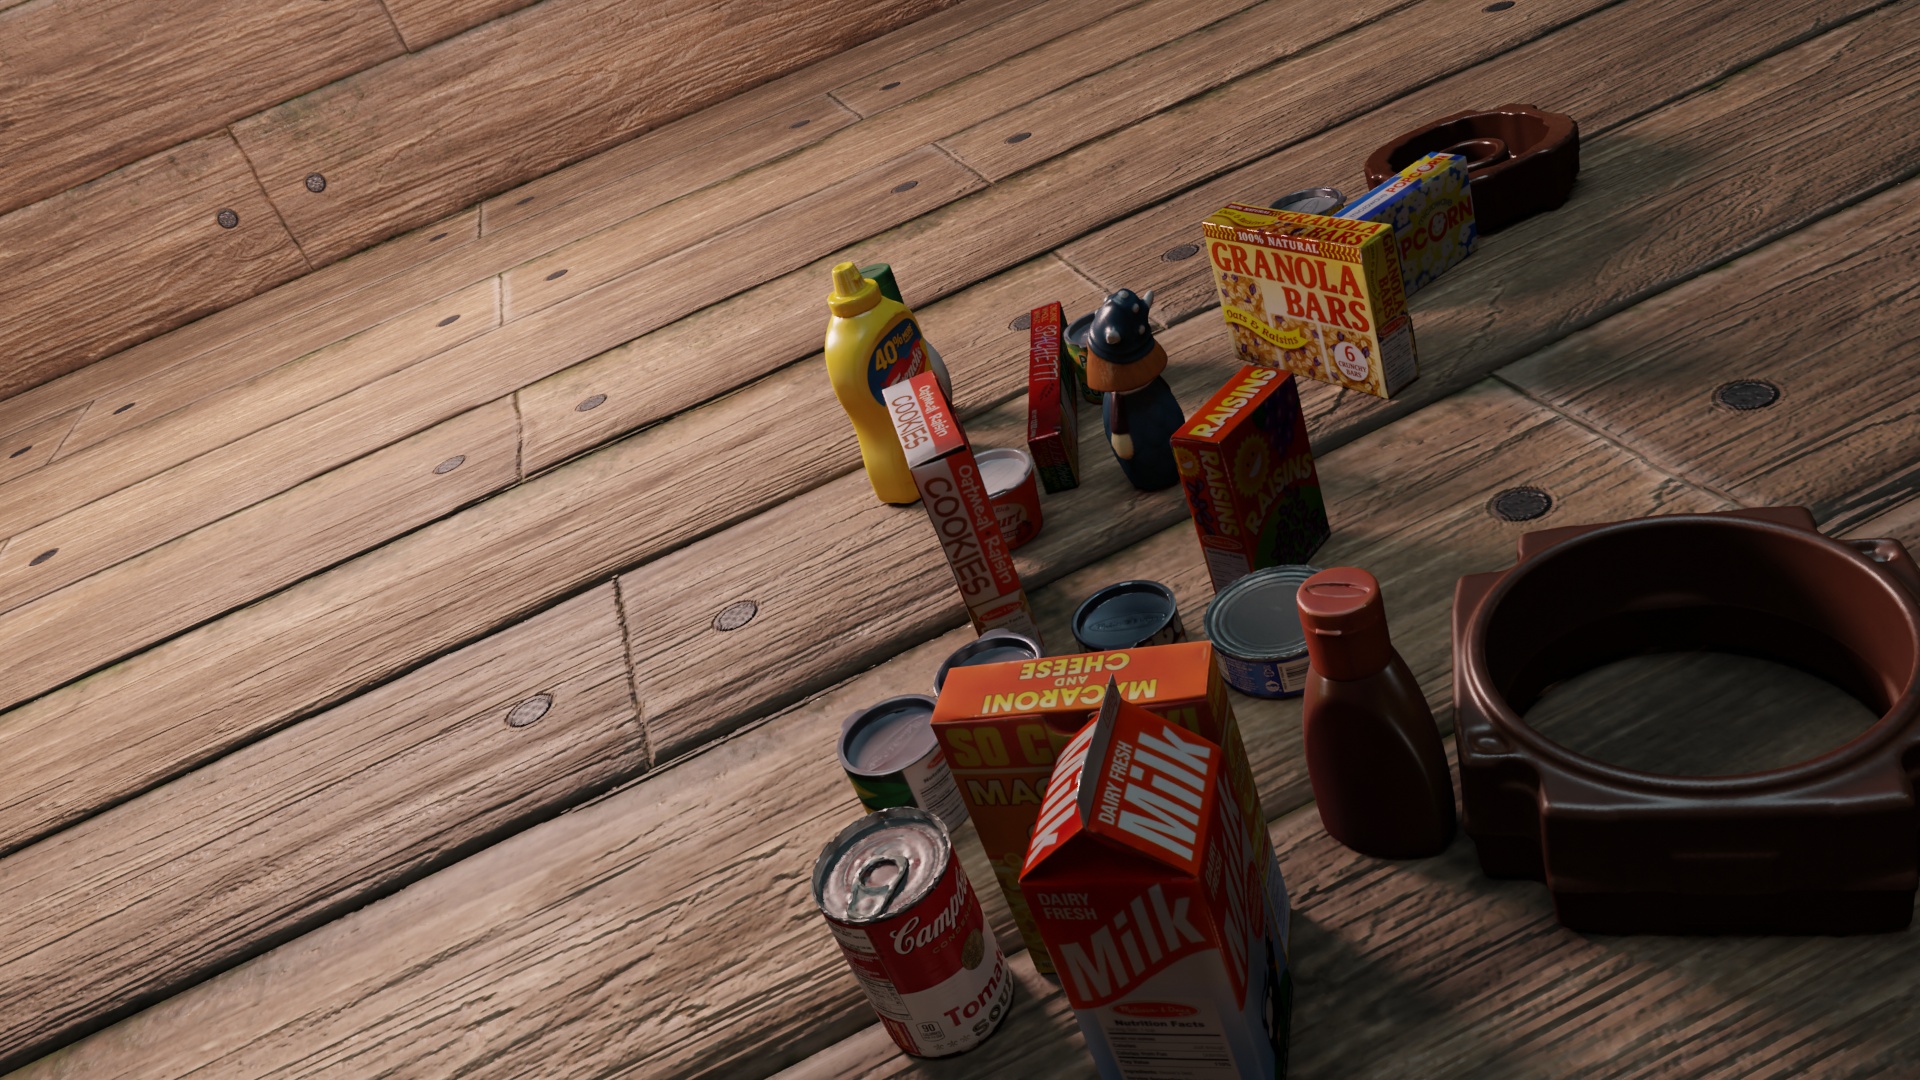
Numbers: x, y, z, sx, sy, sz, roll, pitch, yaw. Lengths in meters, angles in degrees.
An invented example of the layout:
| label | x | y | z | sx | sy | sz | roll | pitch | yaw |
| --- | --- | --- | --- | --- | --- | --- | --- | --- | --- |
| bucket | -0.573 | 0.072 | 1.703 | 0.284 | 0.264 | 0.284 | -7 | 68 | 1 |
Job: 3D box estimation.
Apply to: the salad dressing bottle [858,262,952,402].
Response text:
| label | x | y | z | sx | sy | sz | roll | pitch | yaw |
| --- | --- | --- | --- | --- | --- | --- | --- | --- | --- |
| salad dressing bottle | -0.052 | -0.164 | 1.191 | 0.064 | 0.147 | 0.044 | -11 | 31 | 17 |

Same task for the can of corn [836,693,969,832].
| label | x | y | z | sx | sy | sz | roll | pitch | yaw |
| --- | --- | --- | --- | --- | --- | --- | --- | --- | --- |
| can of corn | -0.031 | 0.130 | 0.794 | 0.071 | 0.058 | 0.071 | -16 | 31 | 10 |

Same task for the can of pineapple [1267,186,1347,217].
| label | x | y | z | sx | sy | sz | roll | pitch | yaw |
| --- | --- | --- | --- | --- | --- | --- | --- | --- | --- |
| can of pineapple | 0.310 | -0.272 | 1.227 | 0.071 | 0.057 | 0.071 | -16 | 31 | 10 |

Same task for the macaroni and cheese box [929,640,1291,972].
| label | x | y | z | sx | sy | sz | roll | pitch | yaw |
| --- | --- | --- | --- | --- | --- | --- | --- | --- | --- |
| macaroni and cheese box | 0.072 | 0.127 | 0.628 | 0.123 | 0.165 | 0.040 | -9 | 32 | 21 |

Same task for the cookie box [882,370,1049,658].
| label | x | y | z | sx | sy | sz | roll | pitch | yaw |
| --- | --- | --- | --- | --- | --- | --- | --- | --- | --- |
| cookie box | 0.003 | -0.011 | 0.891 | 0.040 | 0.166 | 0.123 | -22 | 30 | 0 |

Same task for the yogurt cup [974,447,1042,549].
| label | x | y | z | sx | sy | sz | roll | pitch | yaw |
| --- | --- | --- | --- | --- | --- | --- | --- | --- | --- |
| yogurt cup | 0.027 | -0.028 | 1.016 | 0.072 | 0.053 | 0.073 | -16 | 31 | 10 |

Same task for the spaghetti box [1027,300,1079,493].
| label | x | y | z | sx | sy | sz | roll | pitch | yaw |
| --- | --- | --- | --- | --- | --- | --- | --- | --- | --- |
| spaghetti box | 0.077 | -0.124 | 1.143 | 0.028 | 0.050 | 0.251 | -14 | 31 | 12 |

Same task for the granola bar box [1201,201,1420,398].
| label | x | y | z | sx | sy | sz | roll | pitch | yaw |
| --- | --- | --- | --- | --- | --- | --- | --- | --- | --- |
| granola bar box | 0.263 | -0.185 | 1.051 | 0.039 | 0.123 | 0.166 | -33 | 32 | -19 |

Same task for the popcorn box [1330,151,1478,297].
| label | x | y | z | sx | sy | sz | roll | pitch | yaw |
| --- | --- | --- | --- | --- | --- | --- | --- | --- | --- |
| popcorn box | 0.363 | -0.251 | 1.133 | 0.127 | 0.085 | 0.038 | -34 | 32 | -20 |

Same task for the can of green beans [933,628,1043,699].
| label | x | y | z | sx | sy | sz | roll | pitch | yaw |
| --- | --- | --- | --- | --- | --- | --- | --- | --- | --- |
| can of green beans | 0.025 | 0.097 | 0.813 | 0.071 | 0.057 | 0.071 | -16 | 31 | 10 |

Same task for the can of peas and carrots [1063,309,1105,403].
| label | x | y | z | sx | sy | sz | roll | pitch | yaw |
| --- | --- | --- | --- | --- | --- | --- | --- | --- | --- |
| can of peas and carrots | 0.124 | -0.153 | 1.150 | 0.071 | 0.058 | 0.071 | -16 | 31 | 10 |

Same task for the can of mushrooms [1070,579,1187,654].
| label | x | y | z | sx | sy | sz | roll | pitch | yaw |
| --- | --- | --- | --- | --- | --- | --- | --- | --- | --- |
| can of mushrooms | 0.103 | 0.058 | 0.851 | 0.071 | 0.033 | 0.071 | -16 | 31 | 10 |

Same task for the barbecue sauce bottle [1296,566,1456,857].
| label | x | y | z | sx | sy | sz | roll | pitch | yaw |
| --- | --- | --- | --- | --- | --- | --- | --- | --- | --- |
| barbecue sauce bottle | 0.188 | 0.081 | 0.647 | 0.065 | 0.148 | 0.044 | 2 | 38 | 35 |

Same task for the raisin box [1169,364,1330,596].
| label | x | y | z | sx | sy | sz | roll | pitch | yaw |
| --- | --- | --- | --- | --- | --- | --- | --- | --- | --- |
| raisin box | 0.181 | -0.034 | 0.860 | 0.040 | 0.123 | 0.086 | 13 | 45 | 45 |

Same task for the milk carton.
| label | x | y | z | sx | sy | sz | roll | pitch | yaw |
| --- | --- | --- | --- | --- | --- | --- | --- | --- | --- |
| milk carton | 0.079 | 0.148 | 0.565 | 0.073 | 0.189 | 0.073 | -7 | 33 | 23 |
